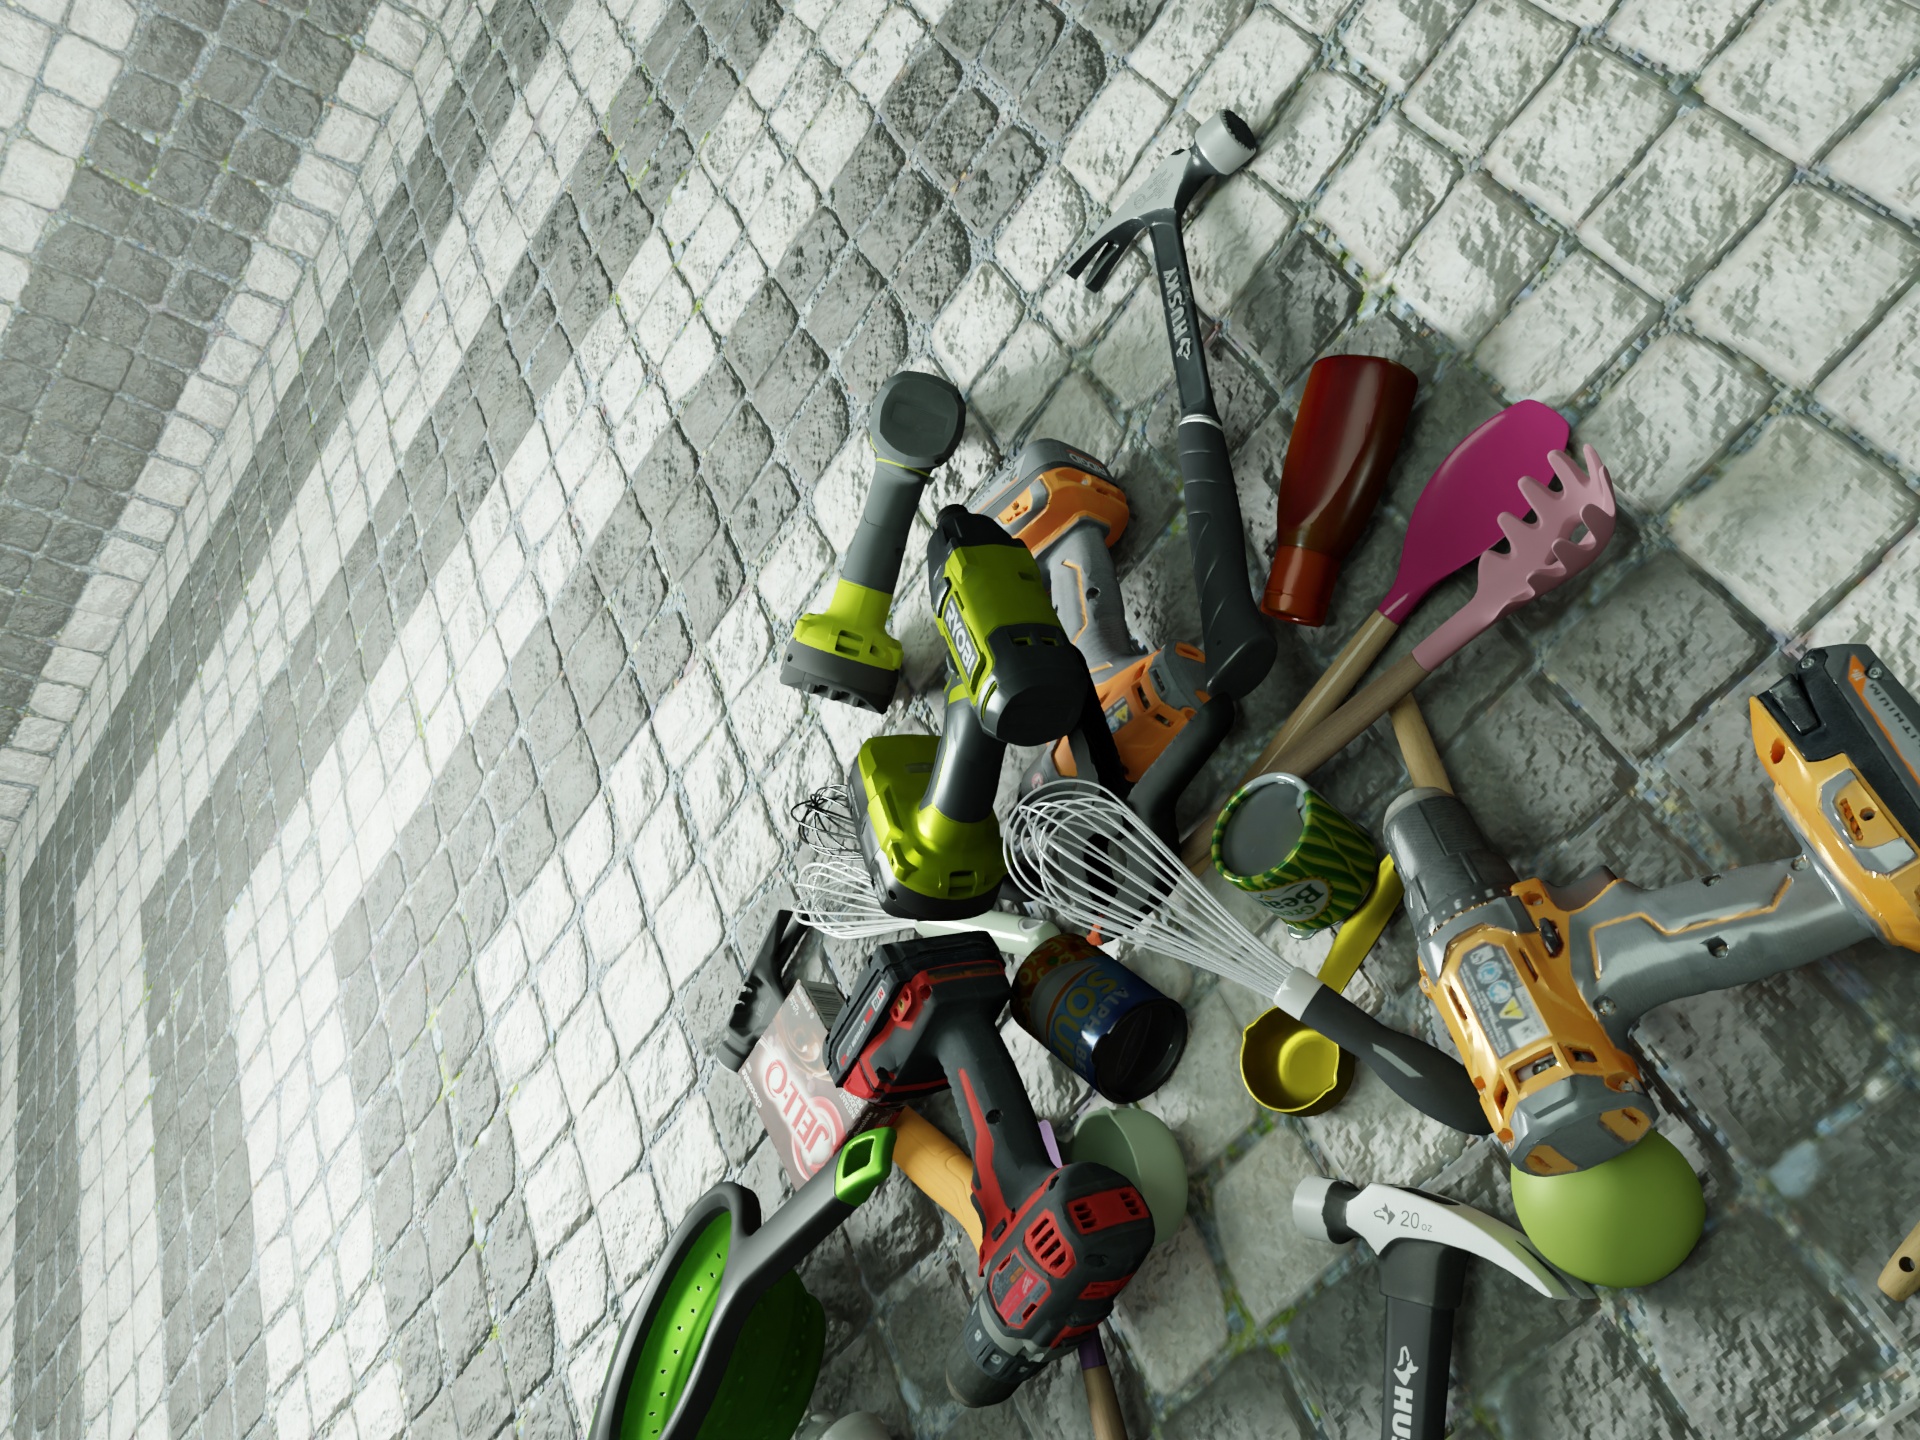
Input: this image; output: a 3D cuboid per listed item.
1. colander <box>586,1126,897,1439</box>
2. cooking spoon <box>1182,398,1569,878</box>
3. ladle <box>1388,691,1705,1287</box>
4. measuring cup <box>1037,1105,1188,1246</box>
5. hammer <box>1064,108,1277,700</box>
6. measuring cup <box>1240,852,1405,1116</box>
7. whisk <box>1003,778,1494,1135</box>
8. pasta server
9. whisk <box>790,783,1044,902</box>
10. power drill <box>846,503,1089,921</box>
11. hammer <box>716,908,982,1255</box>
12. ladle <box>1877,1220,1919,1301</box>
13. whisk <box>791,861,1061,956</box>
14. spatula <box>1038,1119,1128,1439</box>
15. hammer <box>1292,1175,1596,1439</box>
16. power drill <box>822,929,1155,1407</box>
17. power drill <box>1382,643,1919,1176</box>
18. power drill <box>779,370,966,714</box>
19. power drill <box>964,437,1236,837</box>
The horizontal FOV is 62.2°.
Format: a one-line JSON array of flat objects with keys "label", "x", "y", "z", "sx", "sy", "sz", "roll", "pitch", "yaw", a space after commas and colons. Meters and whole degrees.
[{"label": "colander", "x": -0.109, "y": 0.362, "z": 0.972, "sx": 0.397, "sy": 0.094, "sz": 0.205, "roll": -50, "pitch": 19, "yaw": 38}, {"label": "cooking spoon", "x": 0.217, "y": -0.036, "z": 0.866, "sx": 0.319, "sy": 0.017, "sz": 0.069, "roll": -55, "pitch": 37, "yaw": 18}, {"label": "ladle", "x": 0.260, "y": 0.108, "z": 0.759, "sx": 0.078, "sy": 0.062, "sz": 0.320, "roll": -40, "pitch": 43, "yaw": 34}, {"label": "measuring cup", "x": 0.076, "y": 0.248, "z": 0.910, "sx": 0.168, "sy": 0.038, "sz": 0.083, "roll": -174, "pitch": 85, "yaw": -66}, {"label": "hammer", "x": 0.138, "y": -0.189, "z": 0.962, "sx": 0.149, "sy": 0.036, "sz": 0.409, "roll": -33, "pitch": 47, "yaw": 38}, {"label": "measuring cup", "x": 0.201, "y": 0.134, "z": 0.824, "sx": 0.062, "sy": 0.029, "sz": 0.156, "roll": 27, "pitch": 85, "yaw": 47}, {"label": "whisk", "x": 0.142, "y": 0.117, "z": 0.798, "sx": 0.285, "sy": 0.070, "sz": 0.070, "roll": 32, "pitch": 102, "yaw": 20}, {"label": "pasta server", "x": 0.213, "y": -0.017, "z": 0.823, "sx": 0.316, "sy": 0.040, "sz": 0.060, "roll": -45, "pitch": 26, "yaw": 29}, {"label": "whisk", "x": -0.033, "y": 0.085, "z": 1.076, "sx": 0.239, "sy": 0.055, "sz": 0.055, "roll": 14, "pitch": 87, "yaw": 45}, {"label": "power drill", "x": -0.001, "y": -0.003, "z": 0.940, "sx": 0.171, "sy": 0.080, "sz": 0.223, "roll": -112, "pitch": 30, "yaw": -41}, {"label": "hammer", "x": -0.053, "y": 0.248, "z": 1.047, "sx": 0.337, "sy": 0.034, "sz": 0.127, "roll": 30, "pitch": 100, "yaw": 48}, {"label": "ladle", "x": 0.436, "y": 0.090, "z": 0.576, "sx": 0.069, "sy": 0.031, "sz": 0.315, "roll": 46, "pitch": 112, "yaw": 46}, {"label": "whisk", "x": -0.028, "y": 0.131, "z": 1.059, "sx": 0.246, "sy": 0.058, "sz": 0.059, "roll": 4, "pitch": 113, "yaw": 45}, {"label": "spatula", "x": 0.078, "y": 0.374, "z": 0.852, "sx": 0.059, "sy": 0.018, "sz": 0.316, "roll": 119, "pitch": 142, "yaw": -57}, {"label": "hammer", "x": 0.203, "y": 0.384, "z": 0.711, "sx": 0.146, "sy": 0.035, "sz": 0.335, "roll": -8, "pitch": 71, "yaw": 52}, {"label": "power drill", "x": 0.005, "y": 0.252, "z": 0.887, "sx": 0.227, "sy": 0.080, "sz": 0.187, "roll": 58, "pitch": 136, "yaw": 35}, {"label": "power drill", "x": 0.294, "y": 0.062, "z": 0.669, "sx": 0.226, "sy": 0.084, "sz": 0.186, "roll": -36, "pitch": 44, "yaw": 21}, {"label": "power drill", "x": -0.056, "y": -0.129, "z": 1.121, "sx": 0.190, "sy": 0.080, "sz": 0.228, "roll": -118, "pitch": 45, "yaw": -83}, {"label": "power drill", "x": 0.063, "y": -0.045, "z": 0.993, "sx": 0.164, "sy": 0.084, "sz": 0.227, "roll": -41, "pitch": 53, "yaw": 30}]
